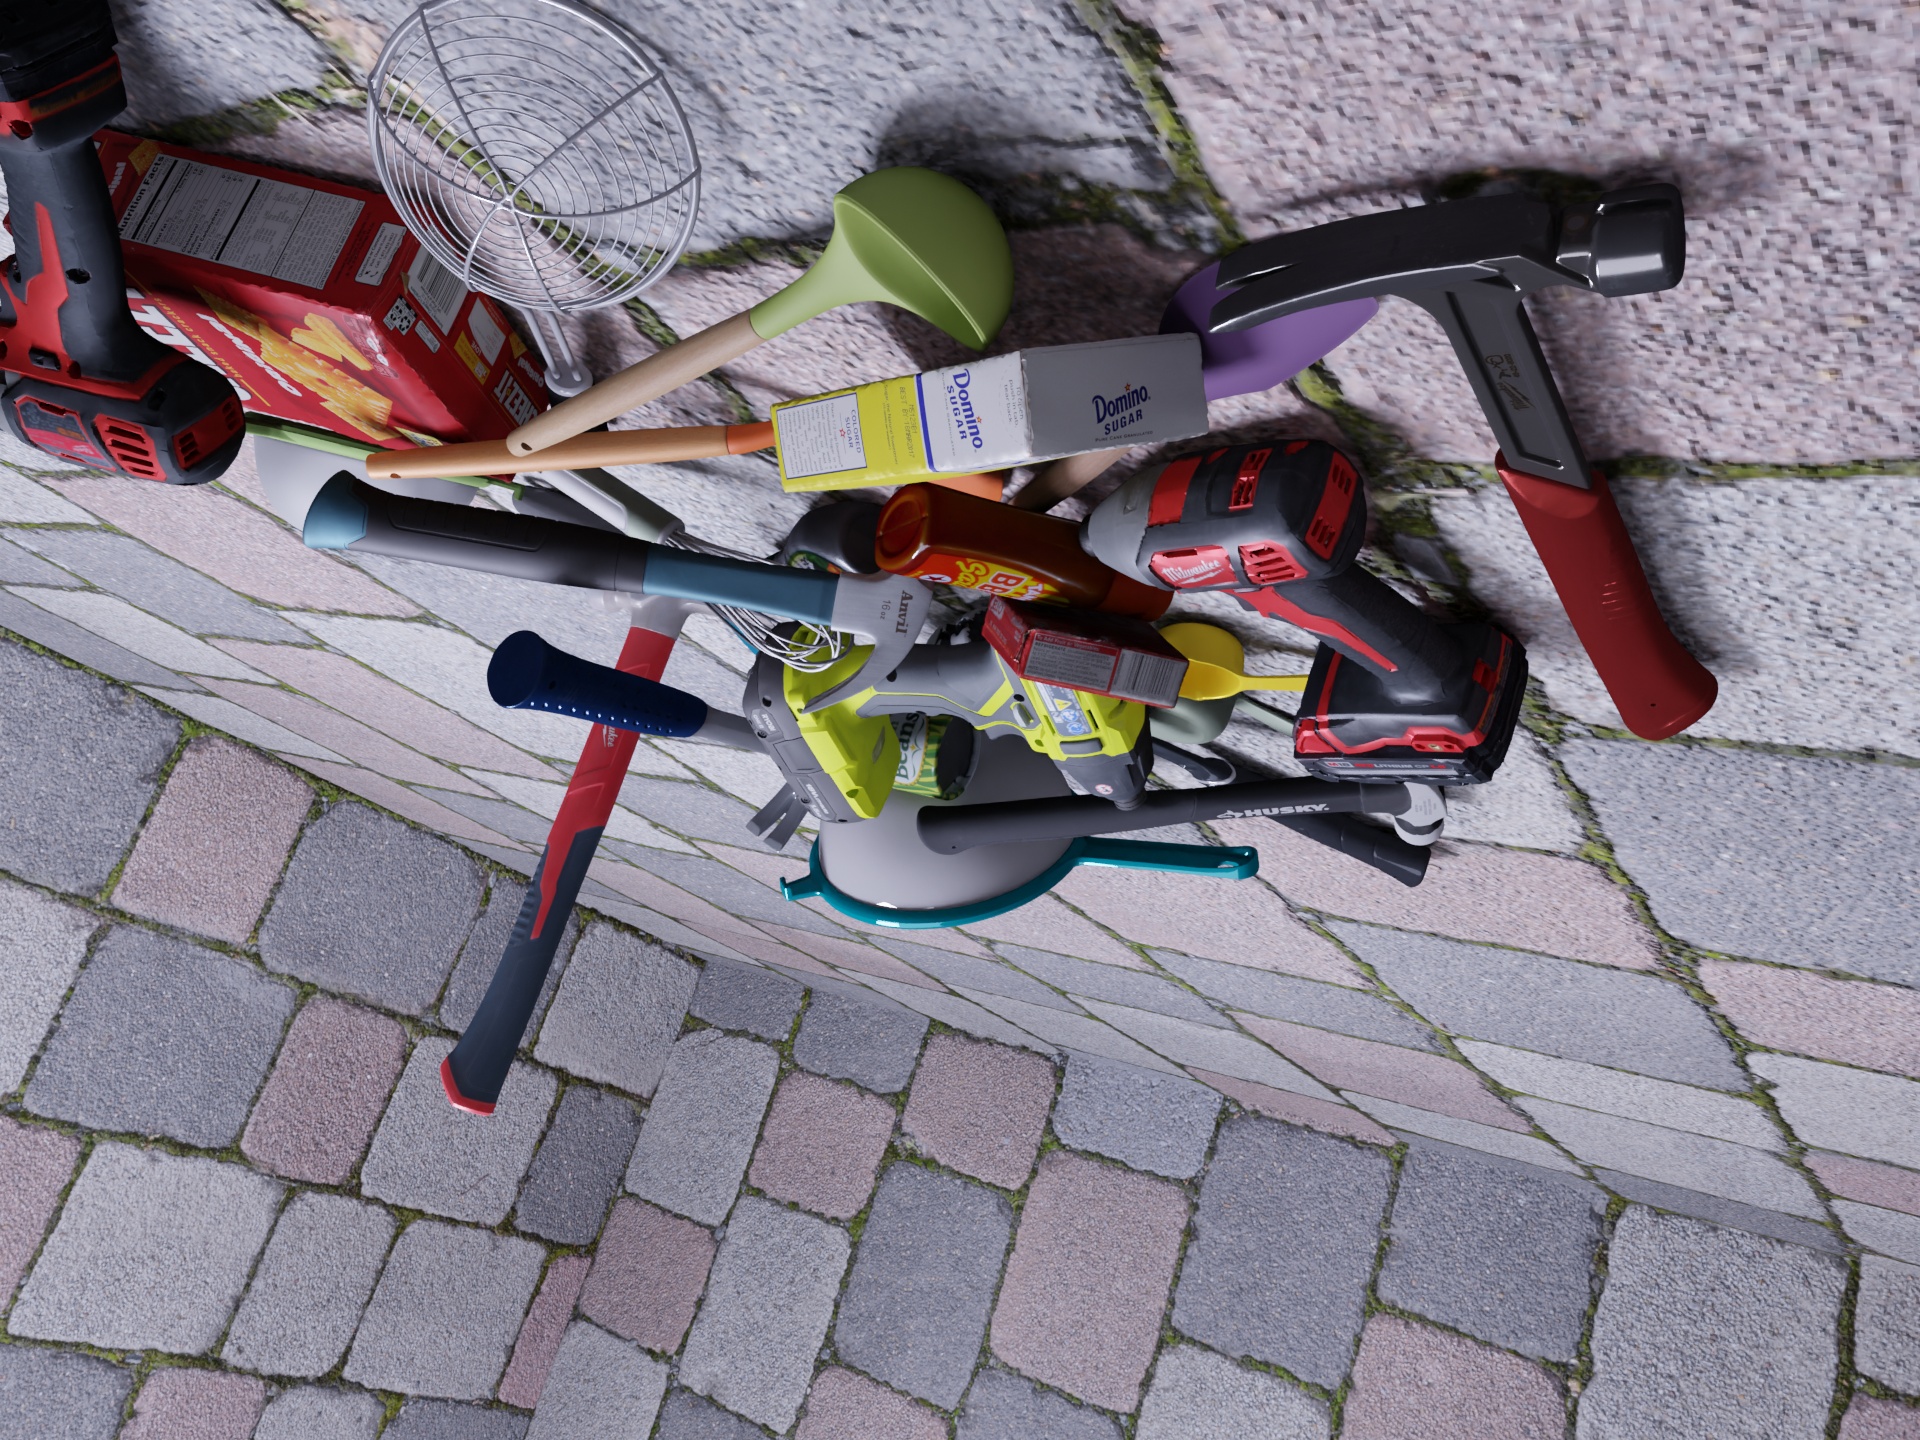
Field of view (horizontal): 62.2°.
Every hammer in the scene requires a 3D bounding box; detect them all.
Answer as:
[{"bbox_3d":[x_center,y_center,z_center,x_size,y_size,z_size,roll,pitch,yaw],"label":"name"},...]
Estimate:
[{"bbox_3d":[0.134,0.053,1.012,0.335,0.035,0.146,-6,155,16],"label":"hammer"},{"bbox_3d":[-0.168,0.006,1.018,0.035,0.144,0.405,33,-176,21],"label":"hammer"},{"bbox_3d":[0.154,0.030,1.091,0.408,0.036,0.149,24,164,-17],"label":"hammer"},{"bbox_3d":[0.234,-0.079,0.634,0.149,0.037,0.358,0,156,34],"label":"hammer"},{"bbox_3d":[-0.249,0.082,1.084,0.143,0.386,0.038,15,169,17],"label":"hammer"},{"bbox_3d":[-0.179,-0.085,0.845,0.331,0.128,0.033,10,-170,-2],"label":"hammer"}]

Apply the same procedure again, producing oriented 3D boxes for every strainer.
[{"bbox_3d":[-0.400,-0.144,0.946,0.151,0.069,0.256,17,-173,32],"label":"strainer"},{"bbox_3d":[0.042,0.057,1.131,0.340,0.211,0.095,3,121,27],"label":"strainer"}]

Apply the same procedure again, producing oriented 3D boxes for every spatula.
[{"bbox_3d":[-0.141,-0.131,0.799,0.322,0.041,0.081,-4,161,3],"label":"spatula"},{"bbox_3d":[0.072,-0.130,0.699,0.059,0.018,0.316,28,161,-13],"label":"spatula"}]

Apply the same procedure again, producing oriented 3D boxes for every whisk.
[{"bbox_3d":[-0.185,-0.097,1.048,0.239,0.055,0.055,25,163,-4],"label":"whisk"},{"bbox_3d":[-0.163,-0.101,0.922,0.246,0.059,0.057,33,136,17],"label":"whisk"}]

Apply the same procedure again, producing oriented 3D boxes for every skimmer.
[{"bbox_3d":[-0.180,-0.202,0.734,0.127,0.090,0.363,13,175,-7],"label":"skimmer"}]

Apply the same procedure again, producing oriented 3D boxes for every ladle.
[{"bbox_3d":[-0.105,-0.151,0.671,0.320,0.062,0.078,-12,137,41],"label":"ladle"}]

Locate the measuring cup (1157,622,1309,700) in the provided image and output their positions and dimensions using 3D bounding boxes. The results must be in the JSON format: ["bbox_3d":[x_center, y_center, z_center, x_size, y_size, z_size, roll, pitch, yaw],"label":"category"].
[{"bbox_3d":[0.181,-0.033,0.893,0.156,0.029,0.062,2,159,15],"label":"measuring cup"}]

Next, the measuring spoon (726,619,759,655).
[{"bbox_3d":[-0.145,-0.059,1.186,0.042,0.021,0.128,9,152,34],"label":"measuring spoon"}]

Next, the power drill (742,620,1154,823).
[{"bbox_3d":[-0.002,-0.003,0.953,0.223,0.080,0.171,-6,132,27],"label":"power drill"}]

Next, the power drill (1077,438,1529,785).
[{"bbox_3d":[0.162,-0.051,0.757,0.219,0.079,0.143,35,157,-36],"label":"power drill"}]

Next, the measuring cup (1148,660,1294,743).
[{"bbox_3d":[0.170,0.006,0.984,0.167,0.038,0.083,25,163,-11],"label":"measuring cup"}]

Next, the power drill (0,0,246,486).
[{"bbox_3d":[-0.434,-0.217,0.712,0.188,0.080,0.226,15,135,14],"label":"power drill"}]
